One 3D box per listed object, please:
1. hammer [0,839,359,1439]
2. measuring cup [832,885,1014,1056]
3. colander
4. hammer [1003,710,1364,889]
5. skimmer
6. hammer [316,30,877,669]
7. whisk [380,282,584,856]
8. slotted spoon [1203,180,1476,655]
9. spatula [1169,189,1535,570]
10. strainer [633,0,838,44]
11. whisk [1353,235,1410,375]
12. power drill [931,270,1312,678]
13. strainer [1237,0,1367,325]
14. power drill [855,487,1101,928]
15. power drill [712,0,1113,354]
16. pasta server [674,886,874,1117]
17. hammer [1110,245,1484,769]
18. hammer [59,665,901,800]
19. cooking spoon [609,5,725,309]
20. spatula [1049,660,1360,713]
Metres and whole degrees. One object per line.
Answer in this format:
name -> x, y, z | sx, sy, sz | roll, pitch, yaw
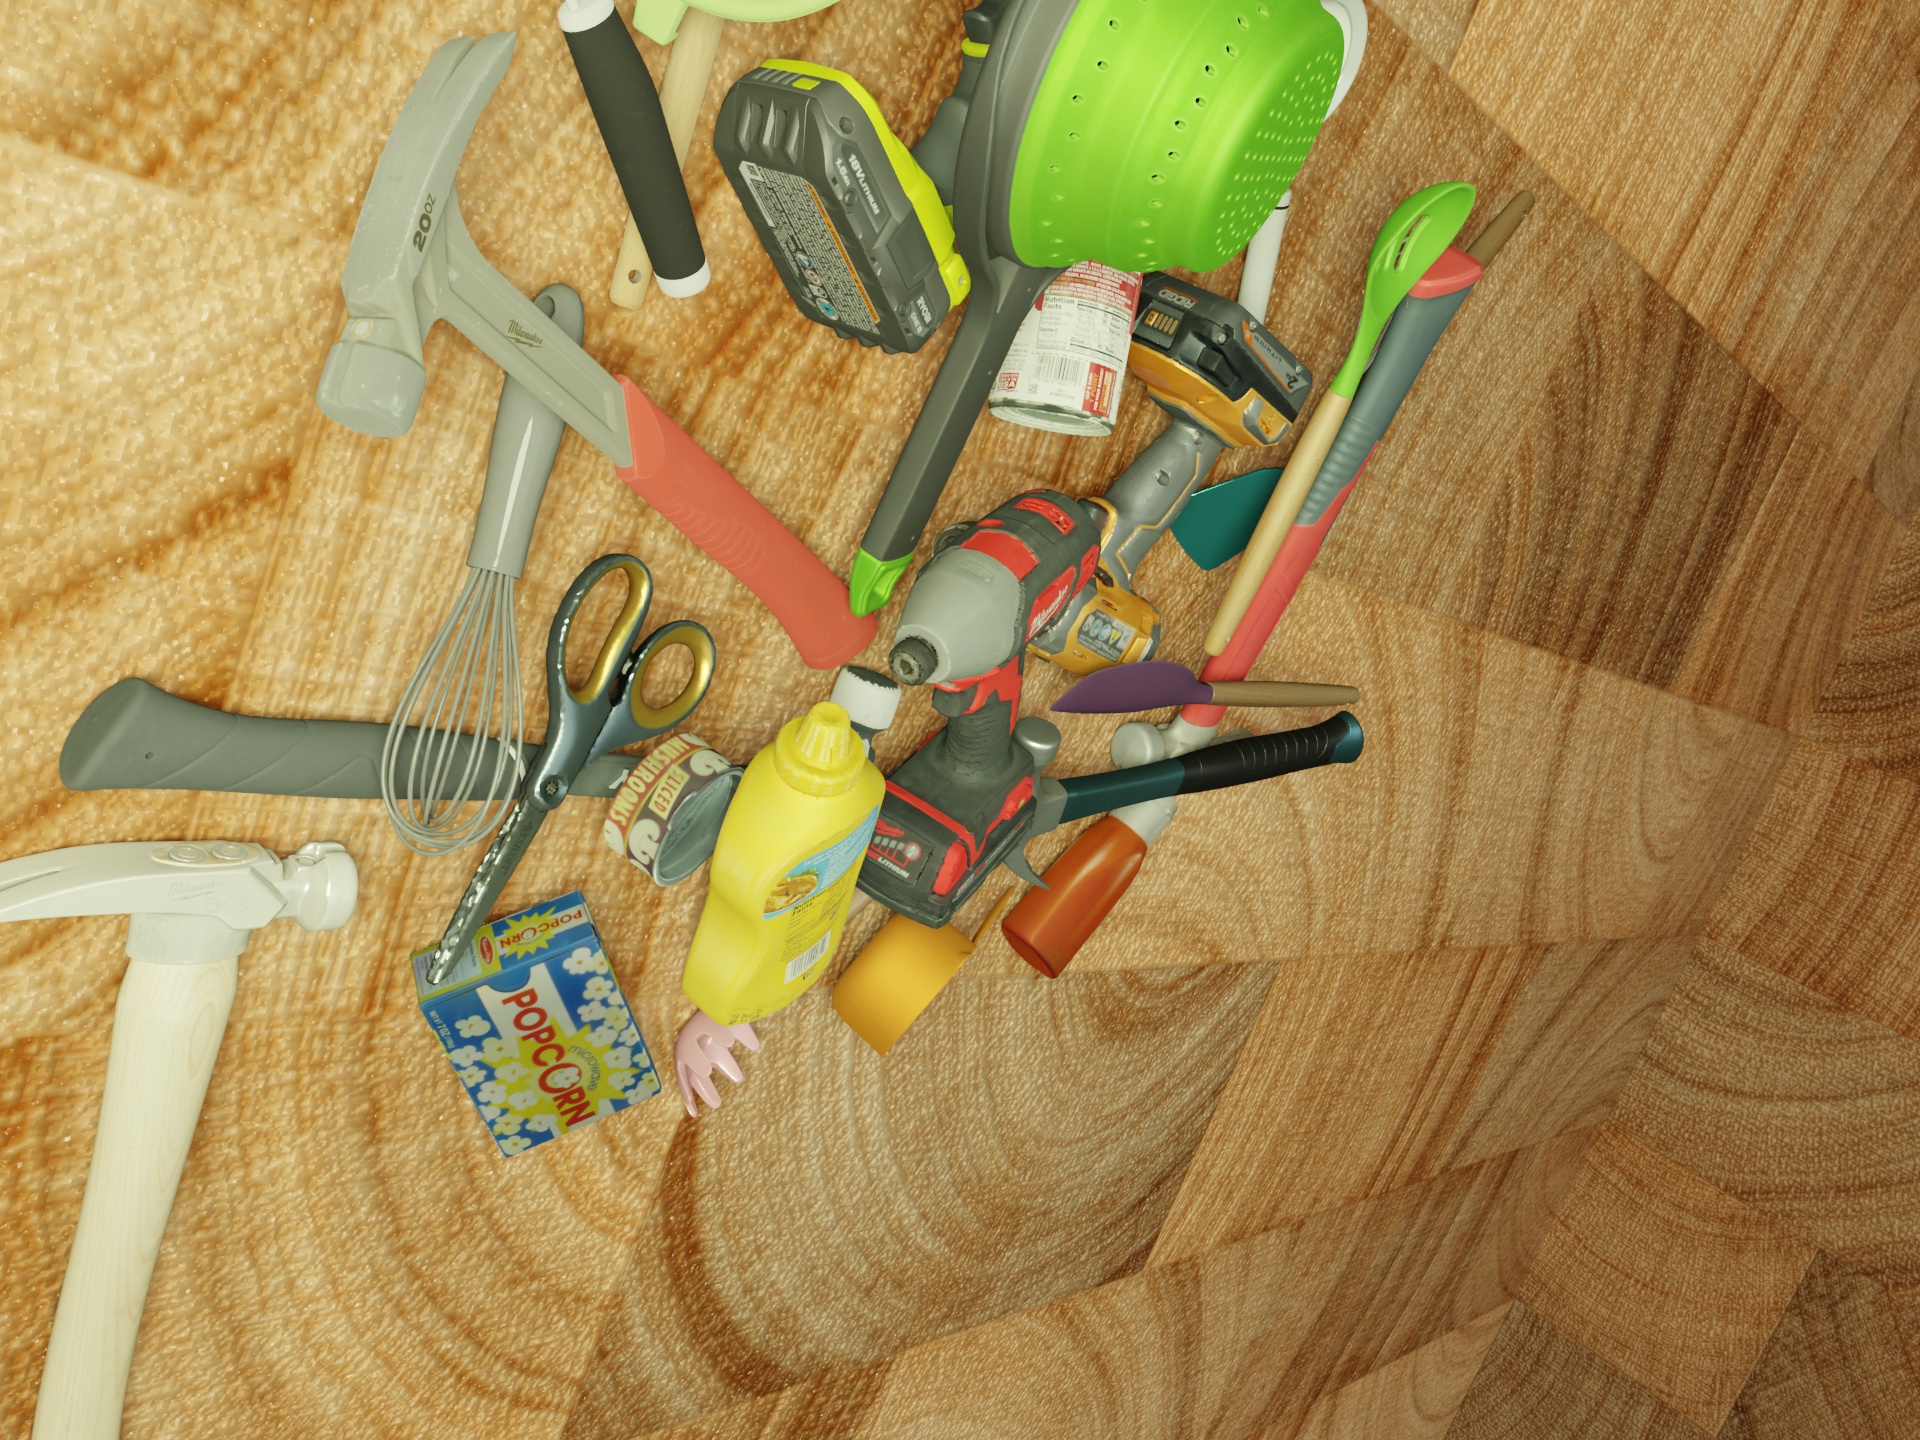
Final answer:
hammer -> -0.372, 0.239, 0.676 | 0.146, 0.038, 0.410 | 2, 113, -47
measuring cup -> -0.019, 0.135, 0.991 | 0.095, 0.052, 0.174 | -54, 175, 36
colander -> 0.059, -0.192, 0.698 | 0.204, 0.094, 0.397 | -33, 154, -58
hammer -> 0.151, 0.035, 1.056 | 0.331, 0.033, 0.128 | -10, 133, -35
skimmer -> -0.167, -0.304, 0.538 | 0.127, 0.090, 0.362 | -51, 150, -25
hammer -> -0.123, -0.116, 0.683 | 0.358, 0.037, 0.149 | 42, 58, -61
whisk -> -0.188, -0.062, 0.646 | 0.055, 0.055, 0.239 | 15, 87, -51
slotted spoon -> 0.211, -0.170, 0.935 | 0.070, 0.031, 0.313 | -15, 136, -47
spatula -> 0.260, -0.225, 1.035 | 0.317, 0.044, 0.082 | -49, 140, -1
strainer -> -0.086, -0.382, 0.552 | 0.069, 0.151, 0.256 | -56, 131, -52
whisk -> 0.262, -0.217, 1.082 | 0.059, 0.058, 0.246 | 28, 96, -18
power drill -> 0.088, -0.138, 0.910 | 0.185, 0.084, 0.226 | 22, 101, -50
strainer -> 0.183, -0.315, 0.929 | 0.087, 0.050, 0.258 | -20, 134, -32
power drill -> -0.001, -0.003, 0.819 | 0.143, 0.078, 0.219 | -44, 157, -43
power drill -> 0.000, -0.291, 0.714 | 0.223, 0.080, 0.171 | -51, 142, -17
pasta server -> -0.054, 0.108, 0.943 | 0.316, 0.040, 0.060 | -41, 158, -24
hammer -> 0.232, -0.121, 1.031 | 0.143, 0.038, 0.386 | -4, 130, -41
hammer -> -0.194, 0.027, 0.737 | 0.408, 0.036, 0.149 | 7, 109, -49
cooking spoon -> -0.092, -0.321, 0.633 | 0.068, 0.017, 0.319 | 11, 107, -30
spatula -> 0.175, -0.019, 1.032 | 0.315, 0.018, 0.059 | 0, 148, -46
